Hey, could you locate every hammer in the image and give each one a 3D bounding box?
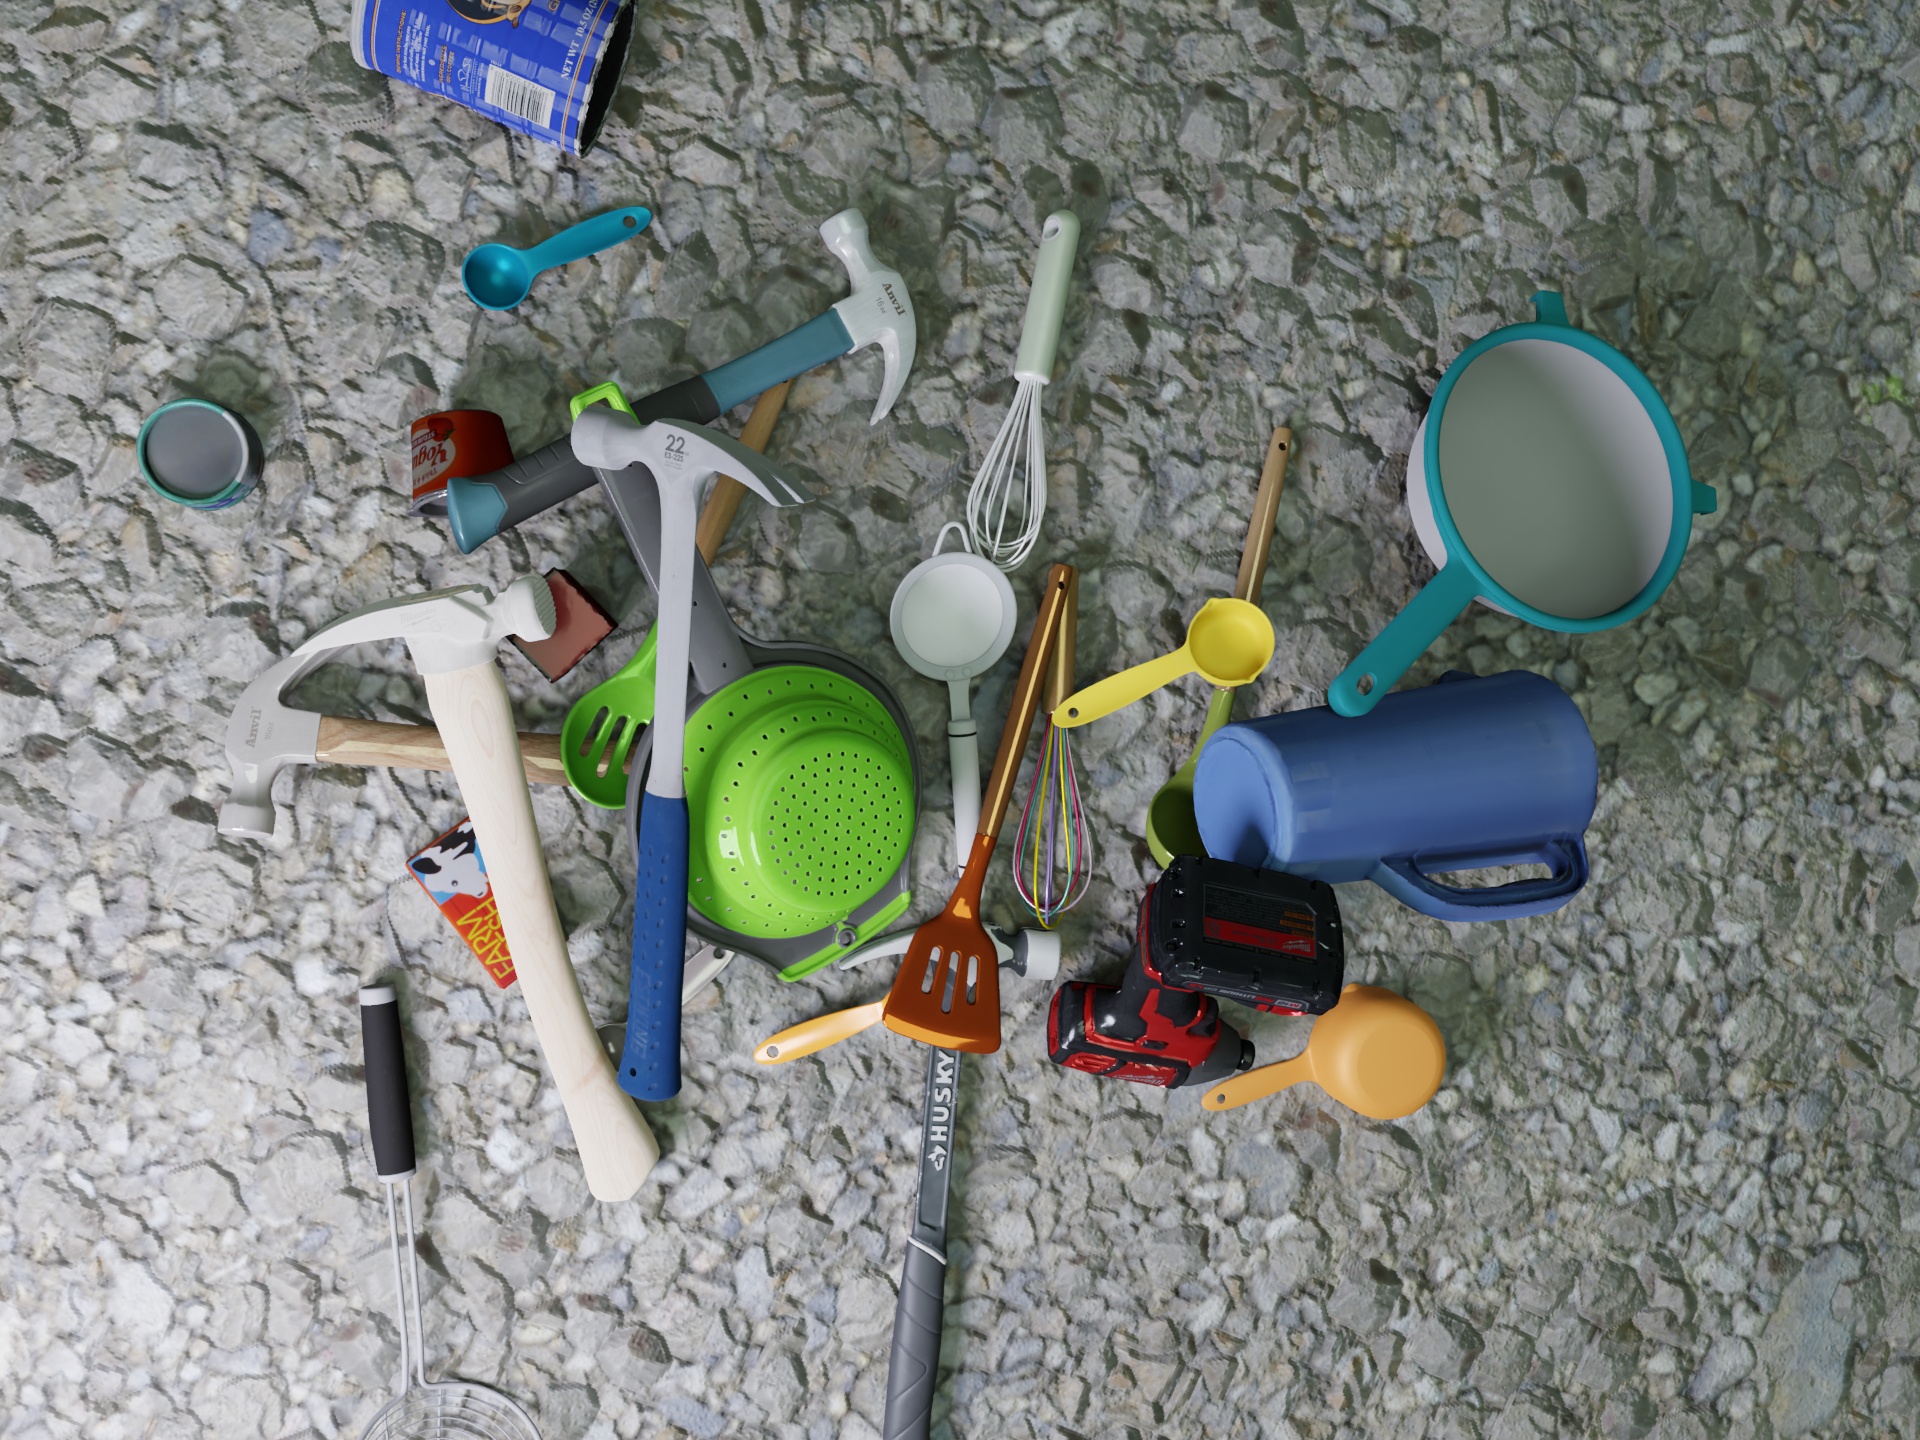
[{"bbox_3d":[-0.272,0.119,0.968,0.146,0.038,0.410,-10,110,3],"label":"hammer"},{"bbox_3d":[-0.025,0.337,1.072,0.149,0.036,0.409,5,92,-9],"label":"hammer"},{"bbox_3d":[-0.169,-0.197,0.986,0.331,0.033,0.128,-32,98,-20],"label":"hammer"},{"bbox_3d":[-0.282,0.020,1.002,0.331,0.031,0.130,6,76,-14],"label":"hammer"},{"bbox_3d":[-0.164,0.033,0.913,0.144,0.035,0.405,14,109,25],"label":"hammer"}]

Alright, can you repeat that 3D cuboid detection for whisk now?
[{"bbox_3d":[0.047,-0.219,1.056,0.059,0.058,0.246,13,87,-45],"label":"whisk"},{"bbox_3d":[0.065,0.018,1.073,0.047,0.051,0.245,4,88,-31],"label":"whisk"}]

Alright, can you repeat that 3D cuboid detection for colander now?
[{"bbox_3d":[-0.125,-0.015,0.956,0.204,0.094,0.396,-31,111,-22],"label":"colander"}]

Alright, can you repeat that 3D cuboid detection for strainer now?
[{"bbox_3d":[-0.002,-0.003,1.057,0.087,0.050,0.258,-7,100,-15],"label":"strainer"},{"bbox_3d":[0.339,-0.114,1.064,0.340,0.095,0.211,-44,97,-18],"label":"strainer"}]

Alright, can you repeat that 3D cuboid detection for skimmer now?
[{"bbox_3d":[-0.332,0.347,0.991,0.127,0.090,0.363,-7,92,-42],"label":"skimmer"}]

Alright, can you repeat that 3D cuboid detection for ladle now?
[{"bbox_3d":[0.190,-0.046,1.081,0.078,0.062,0.320,13,88,-9],"label":"ladle"}]

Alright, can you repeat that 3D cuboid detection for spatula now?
[{"bbox_3d":[0.026,0.053,1.038,0.081,0.041,0.322,16,88,-11],"label":"spatula"}]

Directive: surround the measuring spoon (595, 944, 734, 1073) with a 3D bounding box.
[{"bbox_3d":[-0.196,0.184,1.047,0.124,0.018,0.034,-41,105,-13],"label":"measuring spoon"}]

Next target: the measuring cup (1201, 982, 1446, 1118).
[{"bbox_3d":[0.255,0.246,1.107,0.173,0.052,0.095,-16,96,-11],"label":"measuring cup"}]

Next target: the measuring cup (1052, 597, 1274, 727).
[{"bbox_3d":[0.133,-0.030,1.055,0.156,0.029,0.062,-24,79,2],"label":"measuring cup"}]

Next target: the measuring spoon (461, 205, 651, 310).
[{"bbox_3d":[-0.256,-0.297,1.012,0.128,0.021,0.042,-29,97,-17],"label":"measuring spoon"}]

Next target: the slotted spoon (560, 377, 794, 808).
[{"bbox_3d":[-0.170,-0.091,1.009,0.070,0.031,0.314,27,78,-22],"label":"slotted spoon"}]

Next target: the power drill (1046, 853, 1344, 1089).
[{"bbox_3d":[0.151,0.175,1.013,0.143,0.219,0.079,13,56,-10],"label":"power drill"}]

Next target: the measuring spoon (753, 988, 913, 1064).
[{"bbox_3d":[-0.084,0.202,1.036,0.117,0.011,0.021,-22,90,12],"label":"measuring spoon"}]
